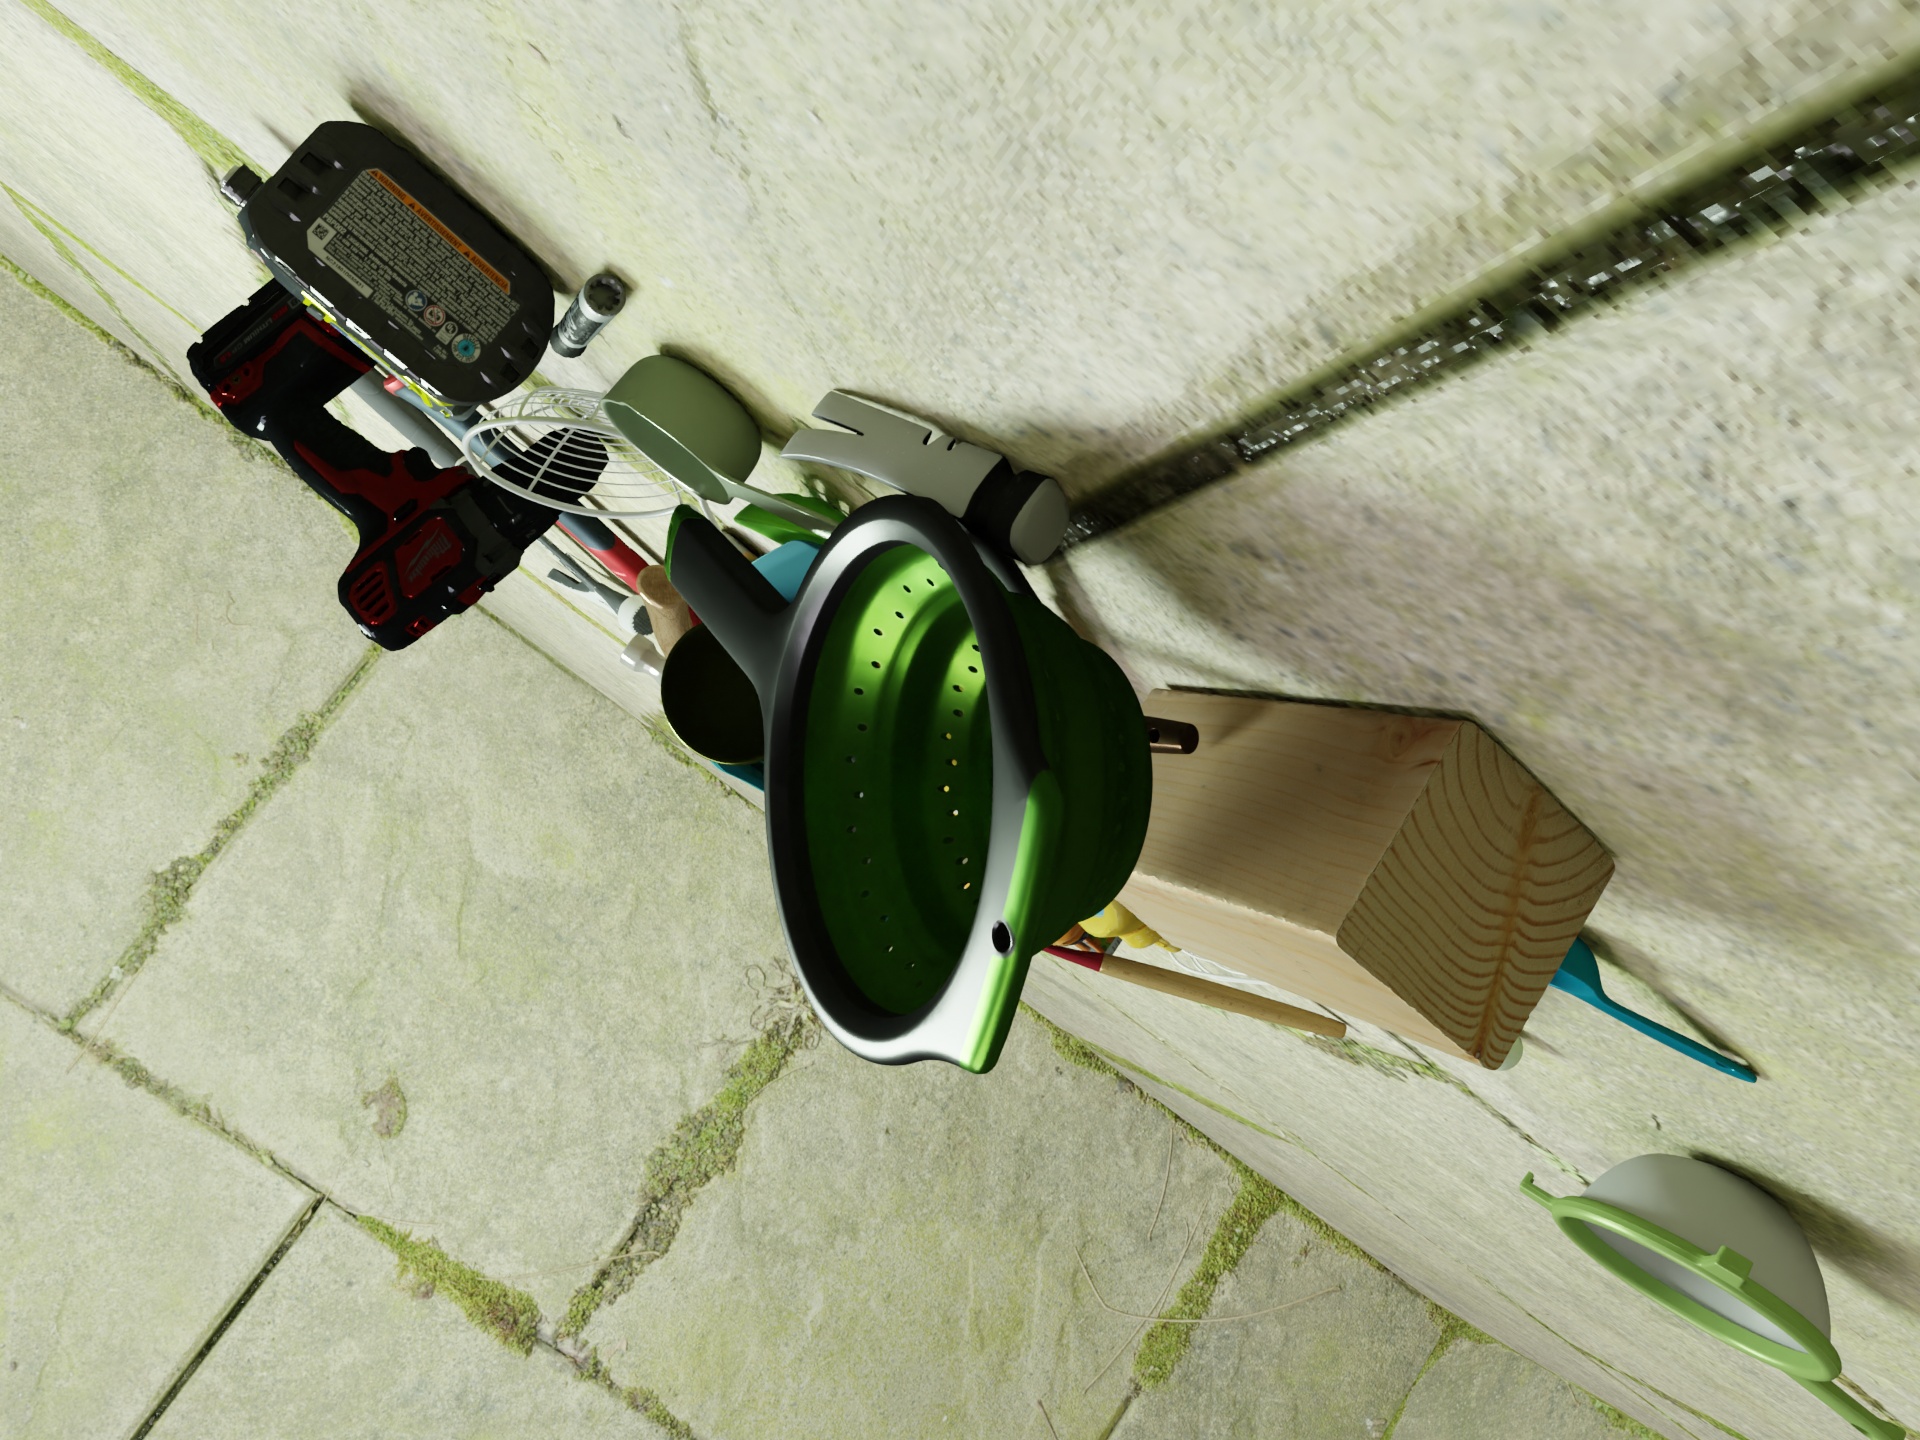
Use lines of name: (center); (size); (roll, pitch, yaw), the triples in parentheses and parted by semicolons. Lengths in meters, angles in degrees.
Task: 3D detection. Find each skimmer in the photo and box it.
skimmer: (-0.123, -0.036, 0.885); (0.363, 0.090, 0.127); (52, 150, -11)

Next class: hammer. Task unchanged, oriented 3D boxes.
hammer: (0.040, -0.027, 0.734); (0.127, 0.034, 0.336); (28, 167, 33)
hammer: (-0.423, -0.212, 1.378); (0.149, 0.036, 0.408); (28, 166, 41)
hammer: (-0.274, -0.140, 1.214); (0.143, 0.038, 0.385); (22, 163, 48)
hammer: (-0.215, -0.056, 1.224); (0.130, 0.031, 0.331); (34, 167, 1)

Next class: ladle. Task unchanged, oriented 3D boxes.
ladle: (0.128, 0.185, 1.163); (0.315, 0.031, 0.069); (15, 175, 2)
ladle: (-0.028, -0.005, 0.745); (0.062, 0.078, 0.320); (-1, -175, -45)

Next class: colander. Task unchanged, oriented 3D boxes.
colander: (-0.029, -0.012, 0.660); (0.094, 0.204, 0.398); (2, -156, -29)

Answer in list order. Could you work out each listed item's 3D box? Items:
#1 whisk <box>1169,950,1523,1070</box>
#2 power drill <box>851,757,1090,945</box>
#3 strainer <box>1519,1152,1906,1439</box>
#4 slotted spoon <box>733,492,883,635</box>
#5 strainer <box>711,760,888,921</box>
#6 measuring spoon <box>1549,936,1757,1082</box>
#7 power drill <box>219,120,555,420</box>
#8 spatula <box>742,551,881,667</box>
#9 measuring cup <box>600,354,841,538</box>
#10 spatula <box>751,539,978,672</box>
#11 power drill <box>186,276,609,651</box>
whisk: (0.218, 0.153, 0.940); (0.246, 0.058, 0.059); (18, 152, 45)
power drill: (0.010, 0.075, 1.064); (0.185, 0.084, 0.226); (32, 179, 20)
strainer: (0.437, 0.306, 0.855); (0.256, 0.069, 0.151); (38, 167, -17)
slotted spoon: (-0.058, -0.061, 0.908); (0.070, 0.031, 0.313); (14, 166, 14)
strainer: (-0.090, 0.027, 1.120); (0.211, 0.095, 0.340); (54, -178, 15)
measuring spoon: (0.283, 0.116, 0.665); (0.128, 0.021, 0.042); (28, 170, -9)
power drill: (-0.298, -0.227, 0.811); (0.171, 0.080, 0.223); (41, 171, -26)
spatula: (-0.001, -0.003, 0.909); (0.322, 0.041, 0.081); (39, 170, -30)
measuring cup: (-0.094, -0.121, 0.735); (0.168, 0.038, 0.083); (28, 167, 27)
spatula: (0.020, -0.006, 0.853); (0.317, 0.044, 0.082); (37, 146, -22)
power drill: (-0.348, -0.181, 0.998); (0.227, 0.188, 0.080); (52, -178, 5)
